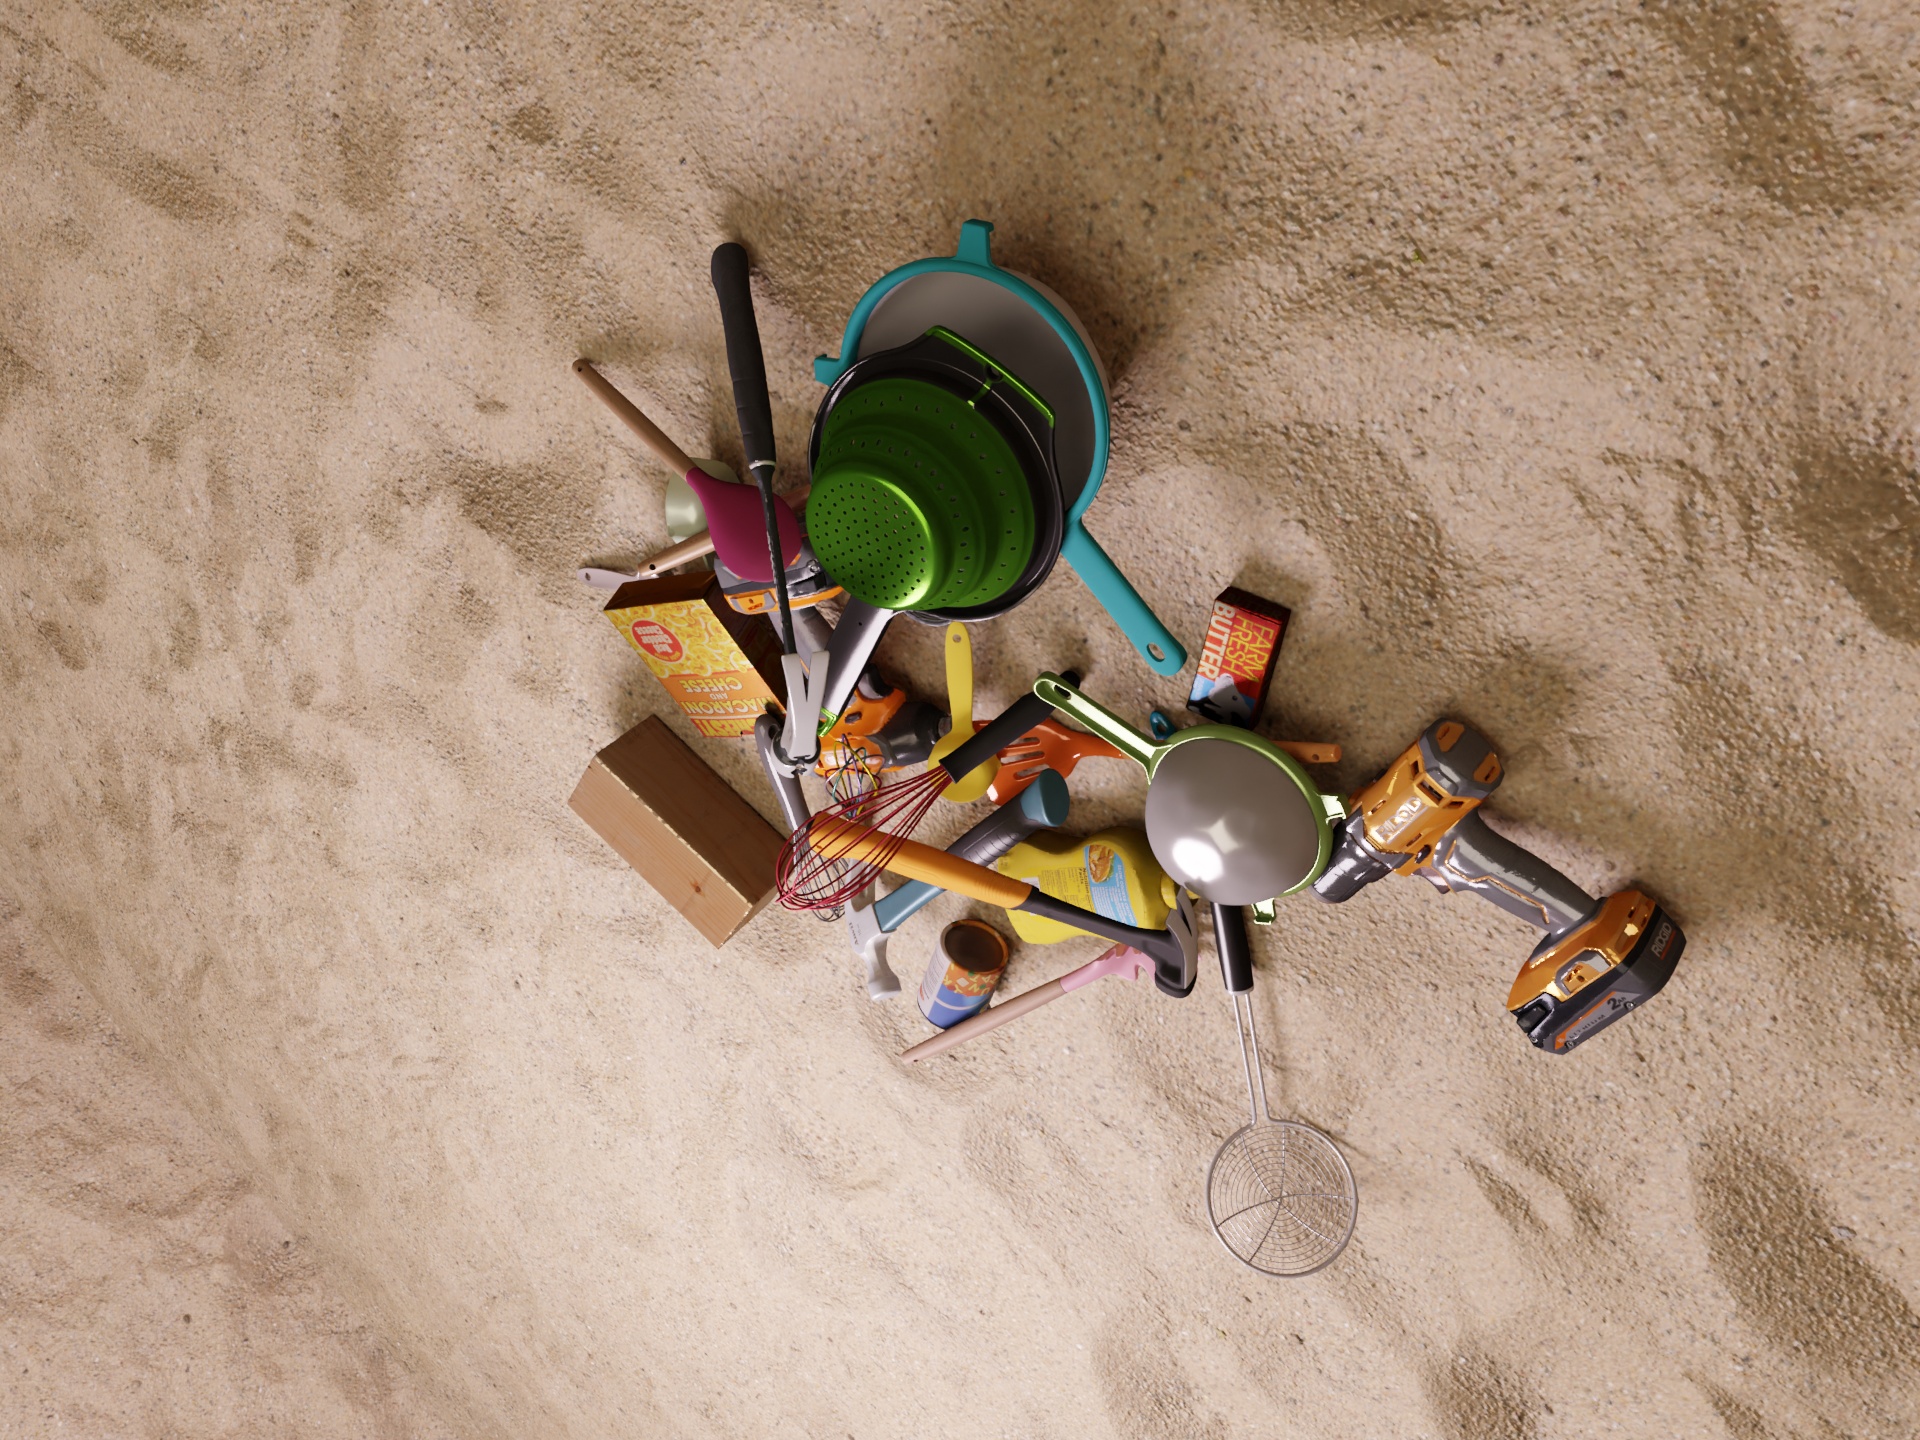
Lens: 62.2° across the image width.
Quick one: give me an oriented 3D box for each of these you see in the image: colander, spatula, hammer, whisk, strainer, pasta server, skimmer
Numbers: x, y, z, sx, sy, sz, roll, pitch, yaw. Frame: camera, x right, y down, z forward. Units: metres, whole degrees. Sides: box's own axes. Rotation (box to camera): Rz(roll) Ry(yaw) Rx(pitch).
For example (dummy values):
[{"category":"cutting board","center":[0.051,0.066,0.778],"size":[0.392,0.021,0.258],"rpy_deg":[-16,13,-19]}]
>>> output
[{"category":"colander","center":[-0.068,-0.095,1.153],"size":[0.204,0.094,0.397],"rpy_deg":[38,136,6]},{"category":"spatula","center":[-0.126,-0.175,1.254],"size":[0.317,0.044,0.082],"rpy_deg":[-22,106,18]},{"category":"hammer","center":[-0.009,0.129,1.362],"size":[0.331,0.033,0.128],"rpy_deg":[-40,63,47]},{"category":"whisk","center":[-0.090,0.073,1.361],"size":[0.047,0.051,0.244],"rpy_deg":[18,159,4]},{"category":"hammer","center":[-0.143,-0.172,1.155],"size":[0.149,0.036,0.409],"rpy_deg":[113,148,-66]},{"category":"hammer","center":[0.026,0.130,1.260],"size":[0.337,0.034,0.127],"rpy_deg":[16,148,21]},{"category":"whisk","center":[-0.143,0.090,1.448],"size":[0.055,0.055,0.238],"rpy_deg":[8,131,31]},{"category":"strainer","center":[0.148,0.052,1.171],"size":[0.256,0.069,0.151],"rpy_deg":[35,137,13]},{"category":"pasta server","center":[0.070,0.246,1.383],"size":[0.316,0.040,0.060],"rpy_deg":[-30,132,28]},{"category":"spatula","center":[0.142,0.028,1.225],"size":[0.323,0.041,0.081],"rpy_deg":[0,118,43]},{"category":"strainer","center":[0.066,-0.185,1.125],"size":[0.340,0.095,0.211],"rpy_deg":[51,136,-10]},{"category":"whisk","center":[-0.026,0.052,1.244],"size":[0.073,0.296,0.073],"rpy_deg":[53,176,6]},{"category":"skimmer","center":[0.244,0.285,1.299],"size":[0.127,0.090,0.363],"rpy_deg":[-12,111,3]}]

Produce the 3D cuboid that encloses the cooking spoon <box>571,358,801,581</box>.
[{"category":"cooking spoon","center":[-0.231,-0.212,1.289],"size":[0.069,0.017,0.319],"rpy_deg":[-49,59,4]}]

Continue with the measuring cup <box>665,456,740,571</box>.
[{"category":"measuring cup","center":[-0.202,-0.148,1.356],"size":[0.038,0.083,0.167],"rpy_deg":[7,137,22]}]

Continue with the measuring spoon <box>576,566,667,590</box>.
[{"category":"measuring spoon","center":[-0.311,-0.132,1.471],"size":[0.124,0.018,0.034],"rpy_deg":[10,123,38]}]

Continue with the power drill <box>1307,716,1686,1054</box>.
[{"category":"power drill","center":[0.364,0.128,1.127],"size":[0.226,0.084,0.185],"rpy_deg":[44,135,9]}]

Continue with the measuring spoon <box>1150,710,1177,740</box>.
[{"category":"measuring spoon","center":[0.176,0.052,1.243],"size":[0.042,0.021,0.128],"rpy_deg":[-18,106,40]}]

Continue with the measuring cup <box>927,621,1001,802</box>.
[{"category":"measuring cup","center":[-0.002,-0.004,1.274],"size":[0.062,0.029,0.156],"rpy_deg":[4,117,13]}]

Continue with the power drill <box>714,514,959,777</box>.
[{"category":"power drill","center":[-0.095,-0.057,1.324],"size":[0.164,0.084,0.226],"rpy_deg":[-5,118,34]}]
